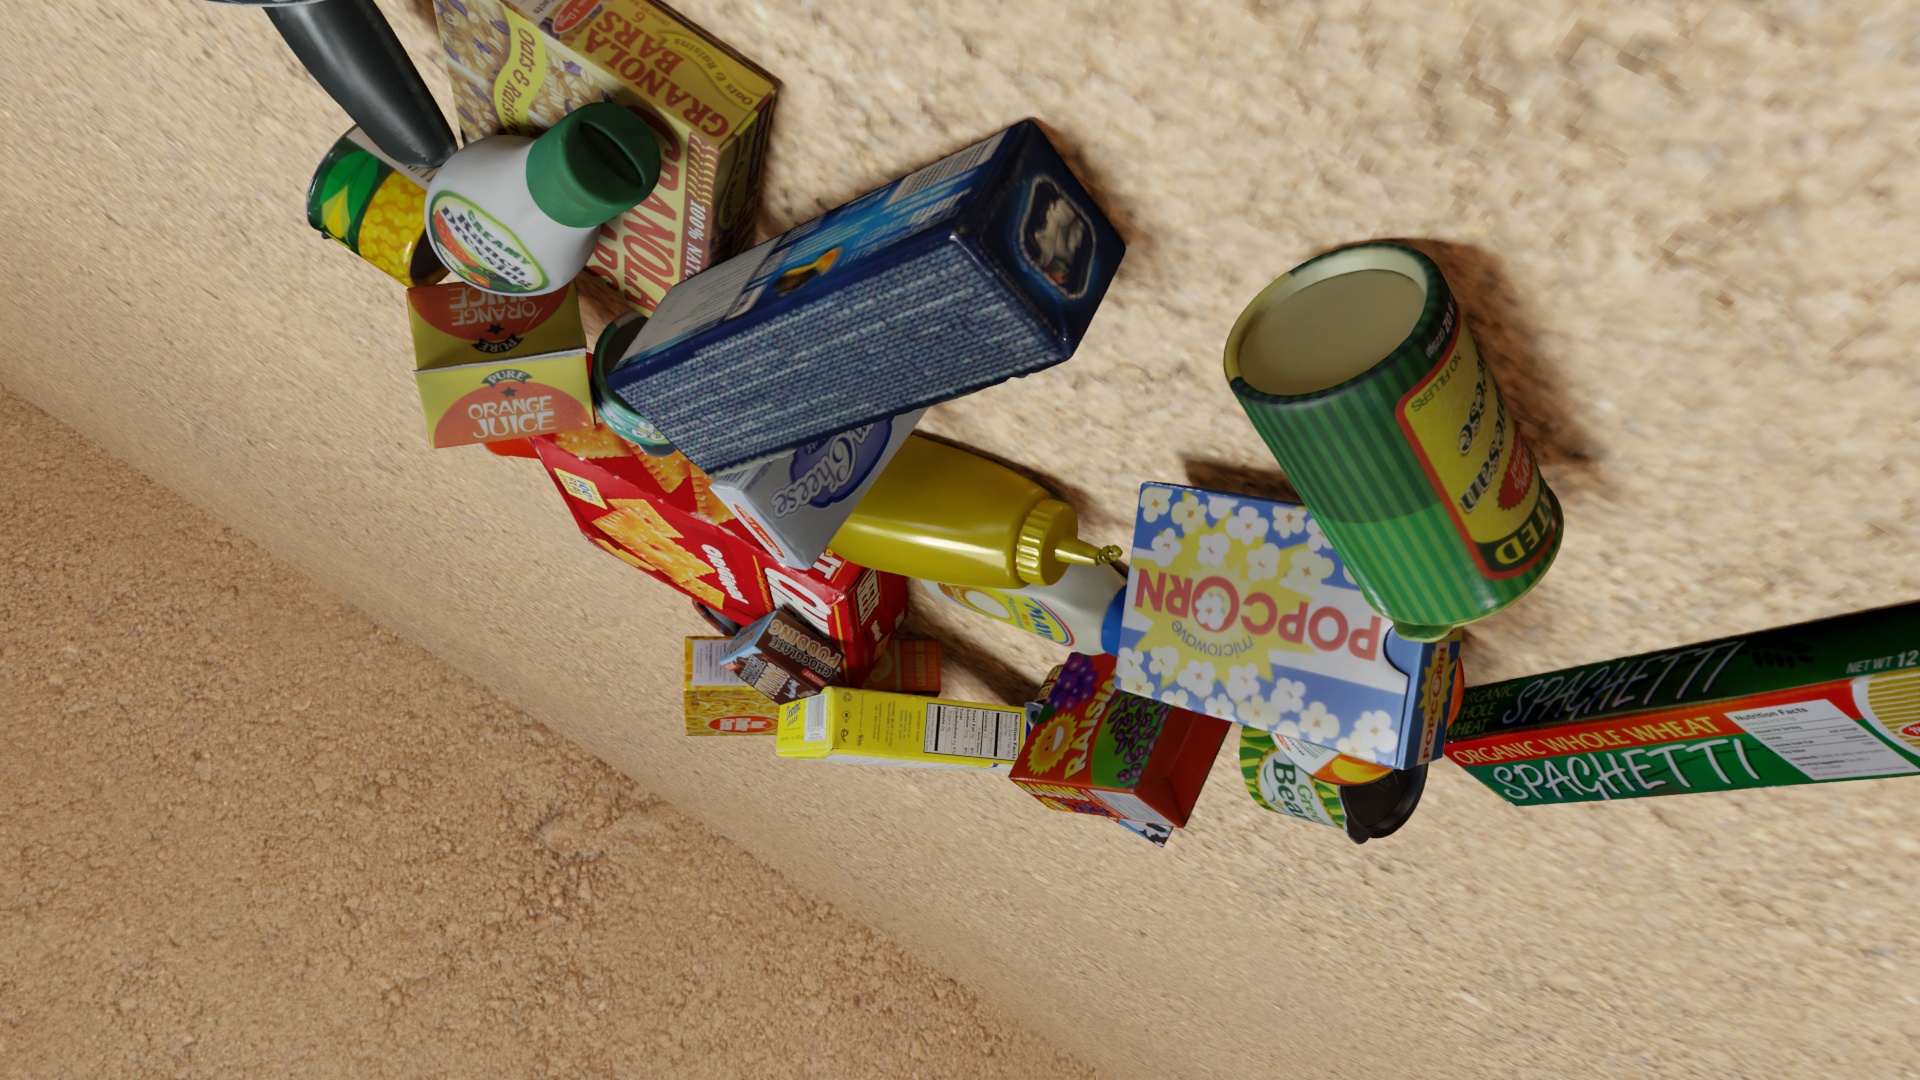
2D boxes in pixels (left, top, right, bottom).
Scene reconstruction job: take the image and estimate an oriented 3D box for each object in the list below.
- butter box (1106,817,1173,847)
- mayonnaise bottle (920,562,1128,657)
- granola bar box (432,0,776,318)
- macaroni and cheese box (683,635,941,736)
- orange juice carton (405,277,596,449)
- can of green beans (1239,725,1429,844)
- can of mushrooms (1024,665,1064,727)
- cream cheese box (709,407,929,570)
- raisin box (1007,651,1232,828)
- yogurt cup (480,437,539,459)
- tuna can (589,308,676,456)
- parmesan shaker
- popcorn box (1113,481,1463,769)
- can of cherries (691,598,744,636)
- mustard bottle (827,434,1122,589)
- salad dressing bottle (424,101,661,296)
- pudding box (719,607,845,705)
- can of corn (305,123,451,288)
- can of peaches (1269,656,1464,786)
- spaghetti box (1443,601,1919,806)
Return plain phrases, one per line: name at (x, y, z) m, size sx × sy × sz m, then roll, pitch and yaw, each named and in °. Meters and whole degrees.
butter box at (0.101, 0.171, 0.953) m, size 0.103 × 0.024 × 0.053 m, roll 27°, pitch 158°, yaw 14°
mayonnaise bottle at (0.047, 0.026, 0.690) m, size 0.148 × 0.041 × 0.064 m, roll 21°, pitch 154°, yaw 30°
granola bar box at (-0.141, -0.157, 0.558) m, size 0.124 × 0.039 × 0.165 m, roll 34°, pitch 159°, yaw -1°
macaroni and cheese box at (-0.105, 0.101, 0.954) m, size 0.167 × 0.040 × 0.123 m, roll 1°, pitch 158°, yaw -11°
orange juice carton at (-0.216, -0.087, 0.659) m, size 0.193 × 0.072 × 0.073 m, roll -154°, pitch 56°, yaw -71°
can of green beans at (0.171, 0.098, 0.637) m, size 0.058 × 0.071 × 0.071 m, roll 3°, pitch 144°, yaw 52°
can of mushrooms at (0.074, 0.105, 0.836) m, size 0.071 × 0.033 × 0.070 m, roll 28°, pitch 159°, yaw 12°
cream cheese box at (-0.056, -0.044, 0.595) m, size 0.024 × 0.104 × 0.053 m, roll 13°, pitch 150°, yaw 44°
raisin box at (0.087, 0.102, 0.736) m, size 0.040 × 0.086 × 0.123 m, roll 36°, pitch 159°, yaw -21°
yogurt cup at (-0.260, -0.081, 0.862) m, size 0.054 × 0.073 × 0.072 m, roll 14°, pitch 153°, yaw 22°
tuna can at (-0.151, -0.080, 0.697) m, size 0.071 × 0.071 × 0.032 m, roll 35°, pitch 158°, yaw -4°
parmesan shaker at (0.129, -0.028, 0.414) m, size 0.071 × 0.071 × 0.103 m, roll 7°, pitch 147°, yaw 48°
popcorn box at (0.121, 0.028, 0.522) m, size 0.127 × 0.085 × 0.038 m, roll 12°, pitch -175°, yaw 43°
can of cherries at (-0.142, 0.039, 0.960) m, size 0.071 × 0.058 × 0.071 m, roll 28°, pitch 158°, yaw 13°
mustard bottle at (0.002, -0.008, 0.650) m, size 0.160 × 0.065 × 0.048 m, roll 16°, pitch 149°, yaw 28°
salad dressing bottle at (-0.159, -0.129, 0.525) m, size 0.064 × 0.044 × 0.147 m, roll 45°, pitch 155°, yaw -25°
pudding box at (-0.107, 0.070, 0.822) m, size 0.049 × 0.030 × 0.083 m, roll 37°, pitch 157°, yaw -13°
can of corn at (-0.281, -0.165, 0.695) m, size 0.058 × 0.071 × 0.071 m, roll 33°, pitch 159°, yaw -2°
can of peaches at (0.165, 0.060, 0.568) m, size 0.071 × 0.071 × 0.057 m, roll 29°, pitch 158°, yaw 9°
spaghetti box at (0.261, 0.062, 0.483) m, size 0.050 × 0.029 × 0.249 m, roll 36°, pitch 159°, yaw -7°
